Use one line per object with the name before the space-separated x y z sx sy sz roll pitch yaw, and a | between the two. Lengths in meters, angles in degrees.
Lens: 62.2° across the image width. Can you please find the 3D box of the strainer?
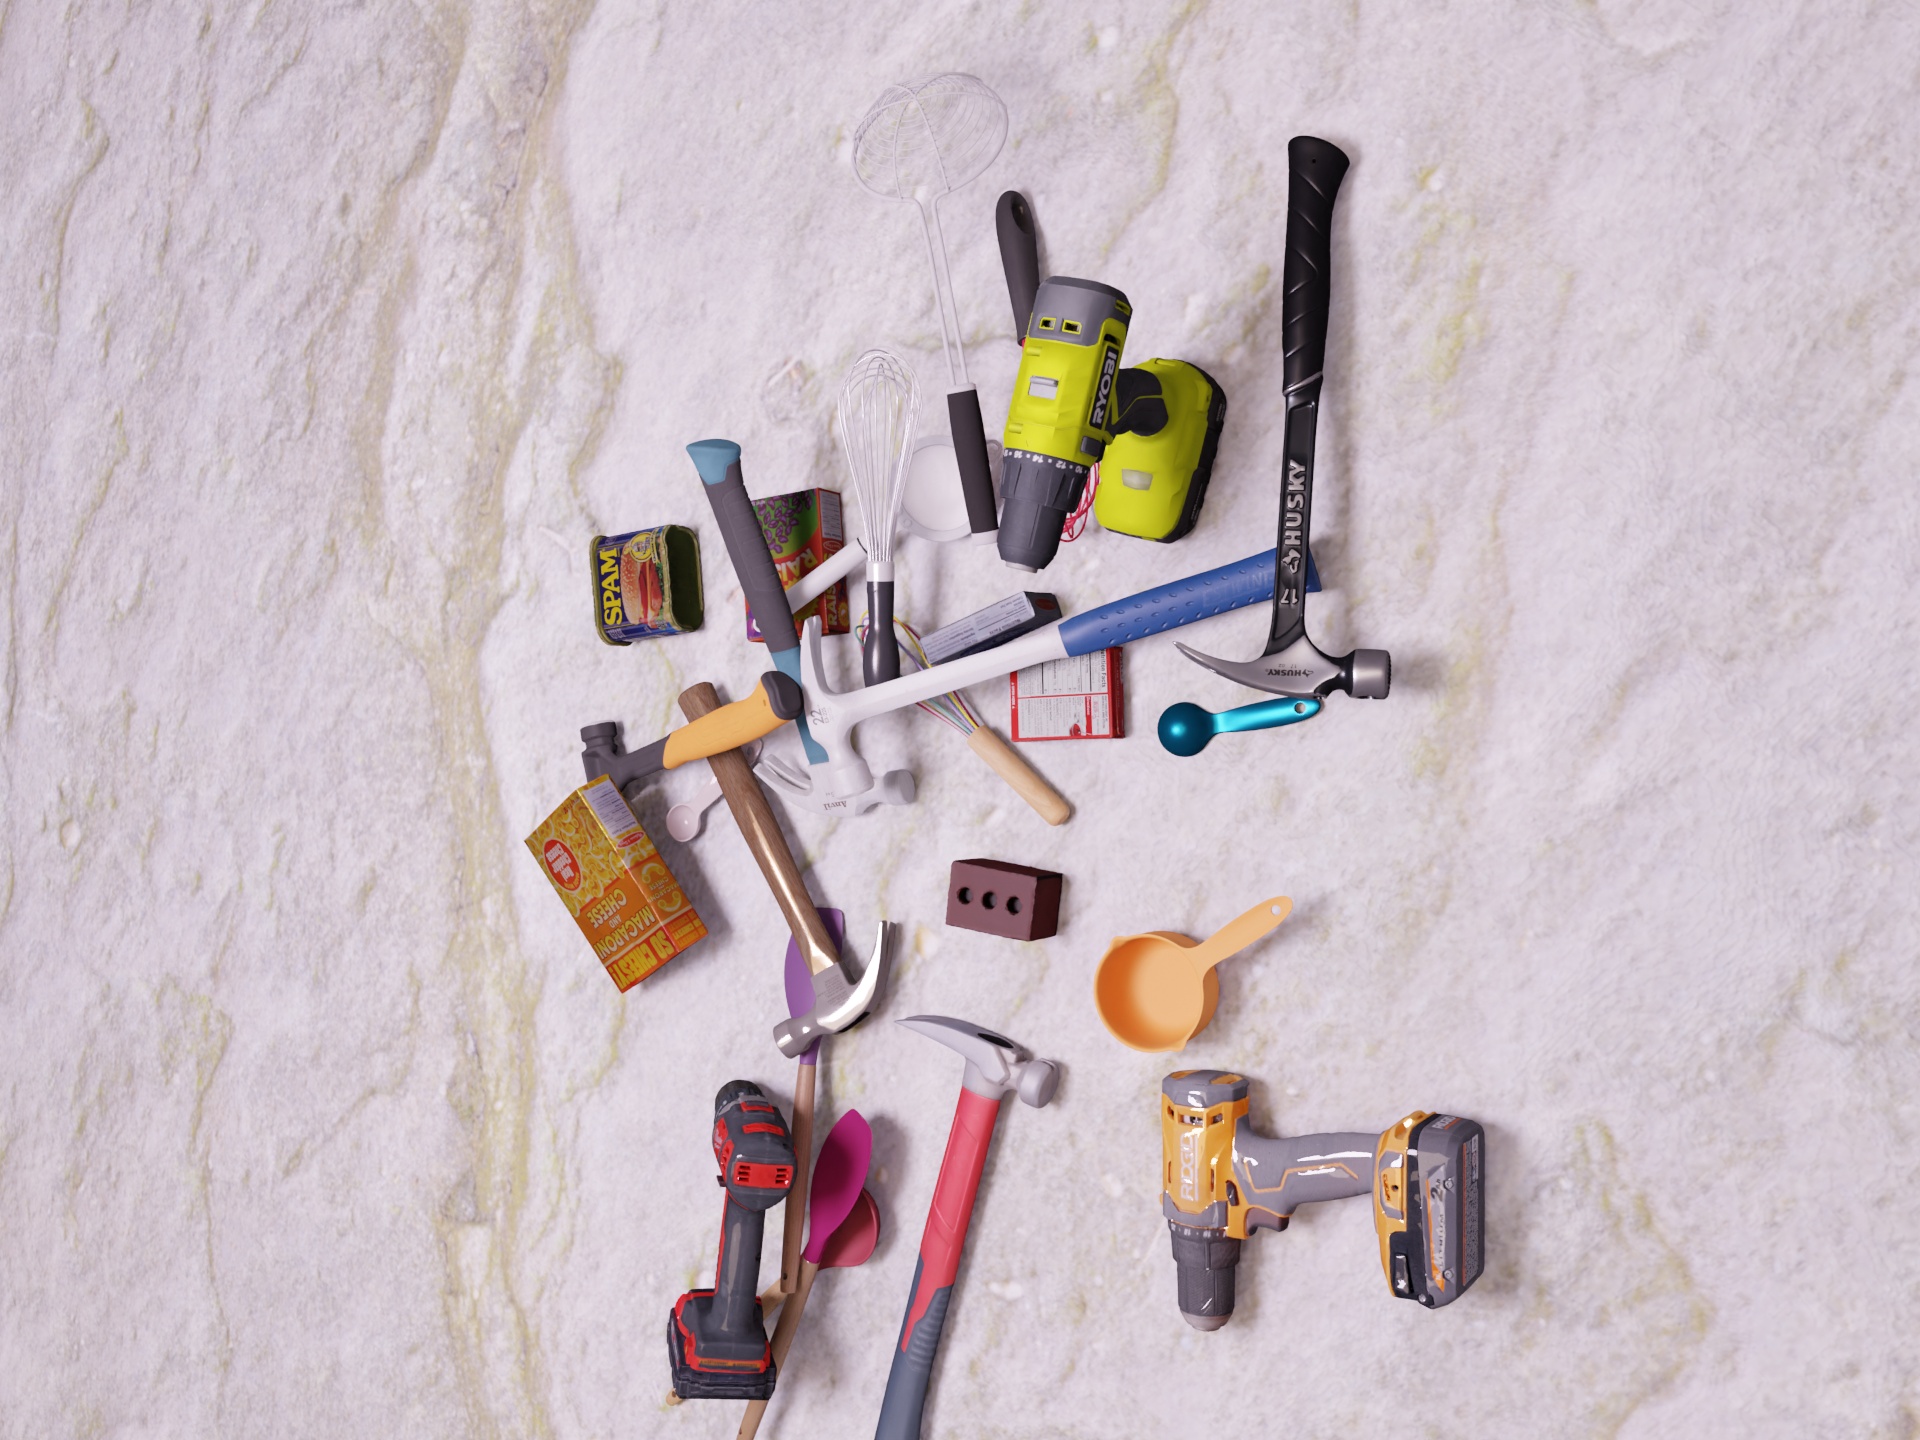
strainer | -0.069 -0.151 1.302 0.258 0.050 0.087 -35 96 12

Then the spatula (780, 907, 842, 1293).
spatula | -0.133 0.316 1.338 0.060 0.018 0.316 -4 76 31

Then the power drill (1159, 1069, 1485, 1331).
power drill | 0.245 0.351 1.119 0.226 0.084 0.185 0 90 33

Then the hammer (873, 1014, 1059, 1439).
hammer | -0.031 0.435 1.293 0.143 0.038 0.386 18 98 29

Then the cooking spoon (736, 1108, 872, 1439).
cooking spoon | -0.132 0.469 1.323 0.069 0.017 0.319 35 108 53

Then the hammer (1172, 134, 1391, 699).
hammer | 0.237 -0.218 1.129 0.149 0.036 0.409 2 82 16

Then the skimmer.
skimmer | -0.003 -0.321 1.242 0.127 0.090 0.363 -8 100 15

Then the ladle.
ladle | -0.165 0.502 1.373 0.315 0.031 0.069 -49 61 21

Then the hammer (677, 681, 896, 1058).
hammer | -0.160 0.111 1.360 0.130 0.031 0.331 -31 72 10

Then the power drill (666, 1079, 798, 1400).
power drill | -0.187 0.418 1.314 0.080 0.188 0.226 8 94 -15

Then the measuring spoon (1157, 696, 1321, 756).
measuring spoon | 0.203 -0.001 1.179 0.128 0.021 0.042 -12 84 30

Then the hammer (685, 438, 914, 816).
hammer | -0.146 -0.072 1.296 0.128 0.033 0.331 -11 108 26

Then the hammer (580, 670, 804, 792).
hammer | -0.231 0.028 1.347 0.337 0.034 0.127 -21 79 50

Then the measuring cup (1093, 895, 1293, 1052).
measuring cup | 0.180 0.177 1.174 0.173 0.052 0.095 -38 72 21

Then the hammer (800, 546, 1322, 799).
hammer | 0.066 -0.062 1.198 0.405 0.035 0.144 -17 96 15

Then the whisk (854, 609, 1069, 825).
whisk | -0.002 -0.005 1.284 0.245 0.051 0.047 44 104 19

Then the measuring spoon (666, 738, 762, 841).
measuring spoon | -0.216 0.061 1.419 0.124 0.018 0.034 -45 71 13

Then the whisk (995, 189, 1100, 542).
whisk | 0.059 -0.280 1.248 0.073 0.073 0.296 -14 77 28

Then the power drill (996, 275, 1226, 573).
power drill | 0.101 -0.191 1.122 0.080 0.228 0.190 16 97 28

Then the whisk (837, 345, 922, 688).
whisk | -0.064 -0.150 1.256 0.070 0.070 0.284 4 98 29
